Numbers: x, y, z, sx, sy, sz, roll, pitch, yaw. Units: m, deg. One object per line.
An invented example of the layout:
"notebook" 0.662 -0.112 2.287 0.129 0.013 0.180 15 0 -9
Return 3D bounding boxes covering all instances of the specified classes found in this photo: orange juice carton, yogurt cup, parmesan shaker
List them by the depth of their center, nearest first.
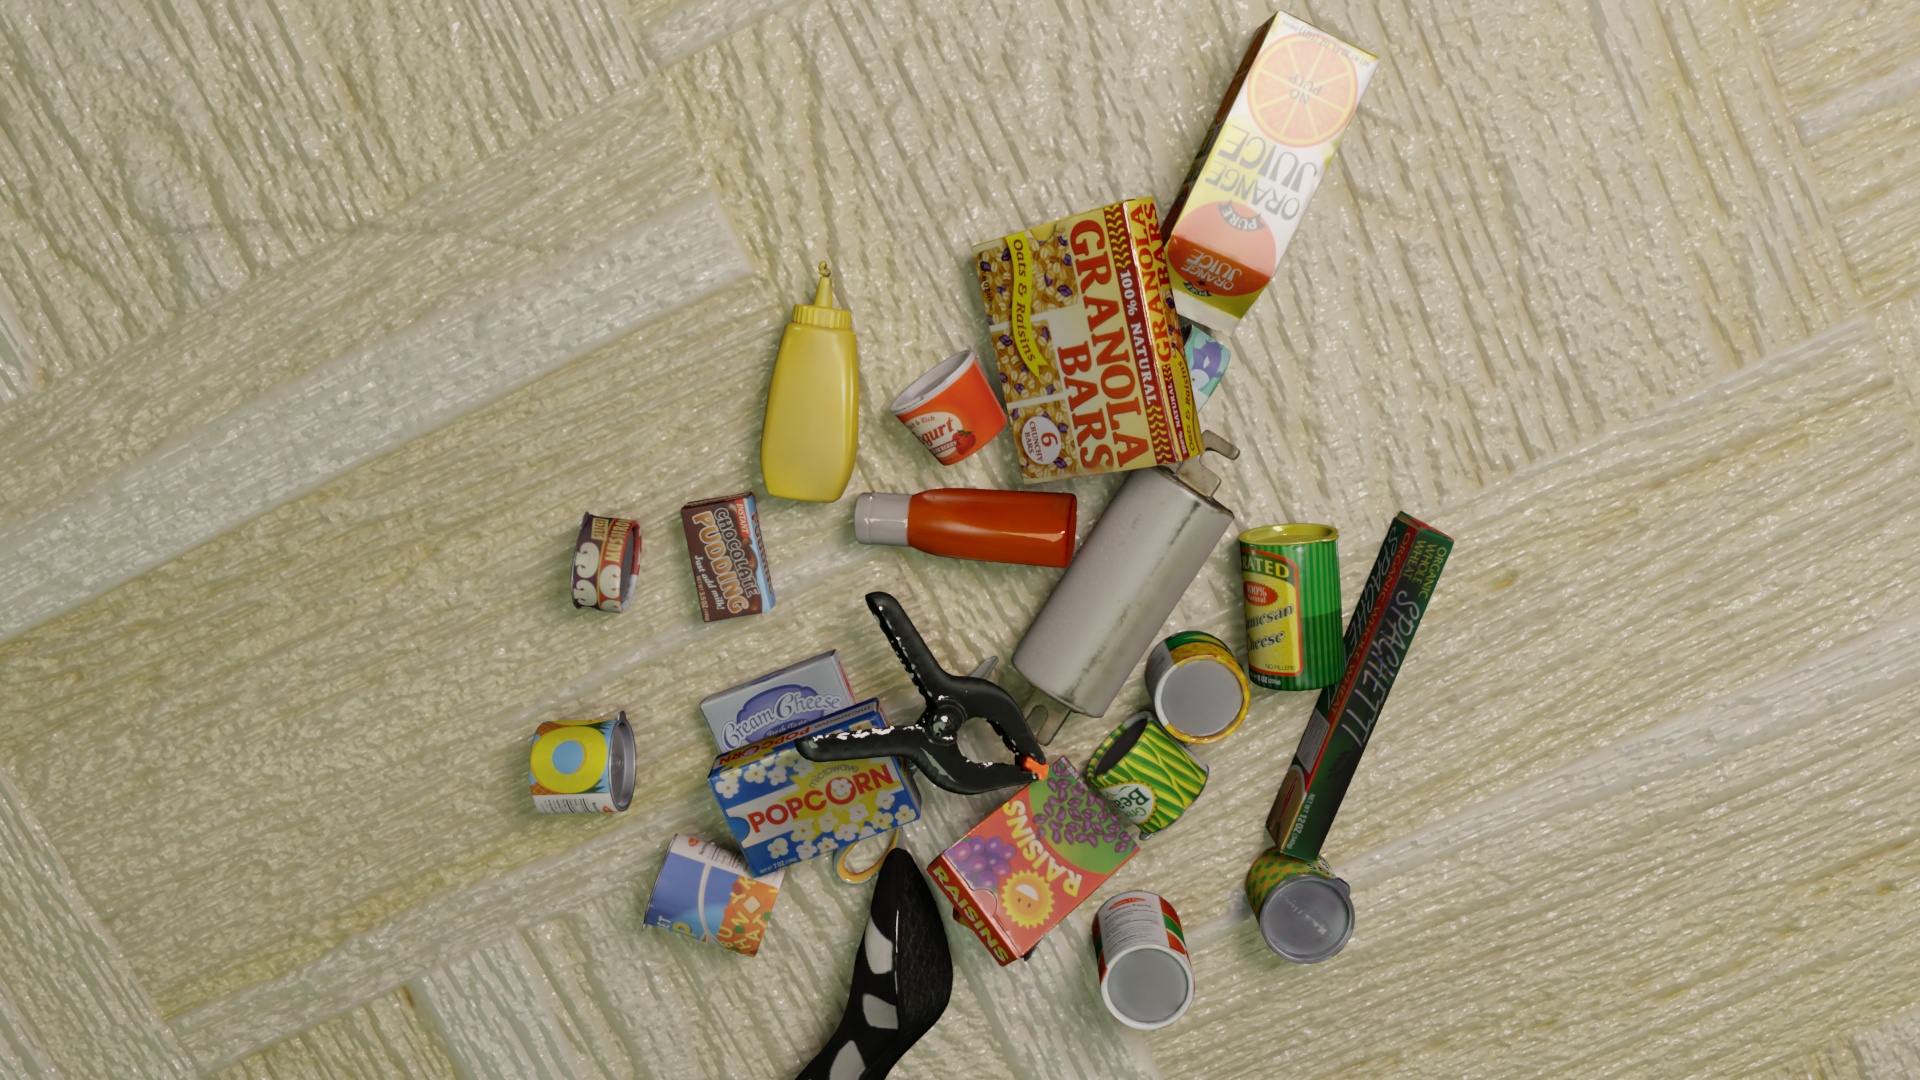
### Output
"orange juice carton" 0.187 -0.232 0.896 0.072 0.073 0.192 25 100 -4
"yogurt cup" -0.005 -0.087 0.932 0.072 0.072 0.054 -34 106 7
"parmesan shaker" 0.228 0.045 0.947 0.071 0.071 0.103 -6 100 2

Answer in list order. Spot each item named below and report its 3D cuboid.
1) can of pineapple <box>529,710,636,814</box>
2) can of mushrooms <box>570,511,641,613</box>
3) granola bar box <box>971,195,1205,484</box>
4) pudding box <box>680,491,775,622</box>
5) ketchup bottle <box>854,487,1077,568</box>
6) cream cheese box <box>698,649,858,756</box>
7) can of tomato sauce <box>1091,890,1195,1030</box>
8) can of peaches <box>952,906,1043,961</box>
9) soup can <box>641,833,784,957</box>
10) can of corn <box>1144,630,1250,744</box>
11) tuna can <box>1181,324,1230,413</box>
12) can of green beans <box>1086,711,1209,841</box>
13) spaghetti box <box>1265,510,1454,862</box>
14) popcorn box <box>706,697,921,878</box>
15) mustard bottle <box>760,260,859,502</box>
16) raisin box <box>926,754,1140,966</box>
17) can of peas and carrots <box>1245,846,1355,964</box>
"can of pineapple" -0.266 0.157 0.981 0.058 0.071 0.071 -2 101 2
"can of mushrooms" -0.242 0.014 0.952 0.033 0.071 0.071 8 101 -1
"granola bar box" 0.081 -0.125 0.897 0.124 0.039 0.165 -7 98 41
"pudding box" -0.161 0.012 0.969 0.050 0.030 0.083 -9 100 2
"ketchup bottle" 0.003 -0.012 0.948 0.149 0.065 0.043 4 118 9
"cream cheese box" -0.128 0.121 0.992 0.104 0.024 0.053 -20 99 5
"can of tomato sauce" 0.130 0.300 0.990 0.071 0.083 0.071 0 100 1
"can of peaches" 0.034 0.256 0.990 0.058 0.071 0.071 31 100 -4
"soup can" -0.177 0.257 0.996 0.084 0.071 0.071 19 101 -3
"can of corn" 0.167 0.102 0.965 0.071 0.058 0.071 0 101 1
"tuna can" 0.149 -0.109 0.925 0.033 0.071 0.071 32 100 -6
"can of green beans" 0.130 0.162 0.973 0.058 0.071 0.071 44 99 -6
"spaghetti box" 0.276 0.102 0.968 0.029 0.050 0.249 19 100 -4
"popcorn box" -0.100 0.172 0.971 0.127 0.038 0.085 -21 107 4
"mustard bottle" -0.097 -0.107 0.937 0.065 0.049 0.160 8 100 -1
"raisin box" 0.051 0.219 0.954 0.124 0.040 0.086 -33 78 -31
"can of peas and carrots" 0.243 0.256 0.992 0.071 0.059 0.070 0 100 1
